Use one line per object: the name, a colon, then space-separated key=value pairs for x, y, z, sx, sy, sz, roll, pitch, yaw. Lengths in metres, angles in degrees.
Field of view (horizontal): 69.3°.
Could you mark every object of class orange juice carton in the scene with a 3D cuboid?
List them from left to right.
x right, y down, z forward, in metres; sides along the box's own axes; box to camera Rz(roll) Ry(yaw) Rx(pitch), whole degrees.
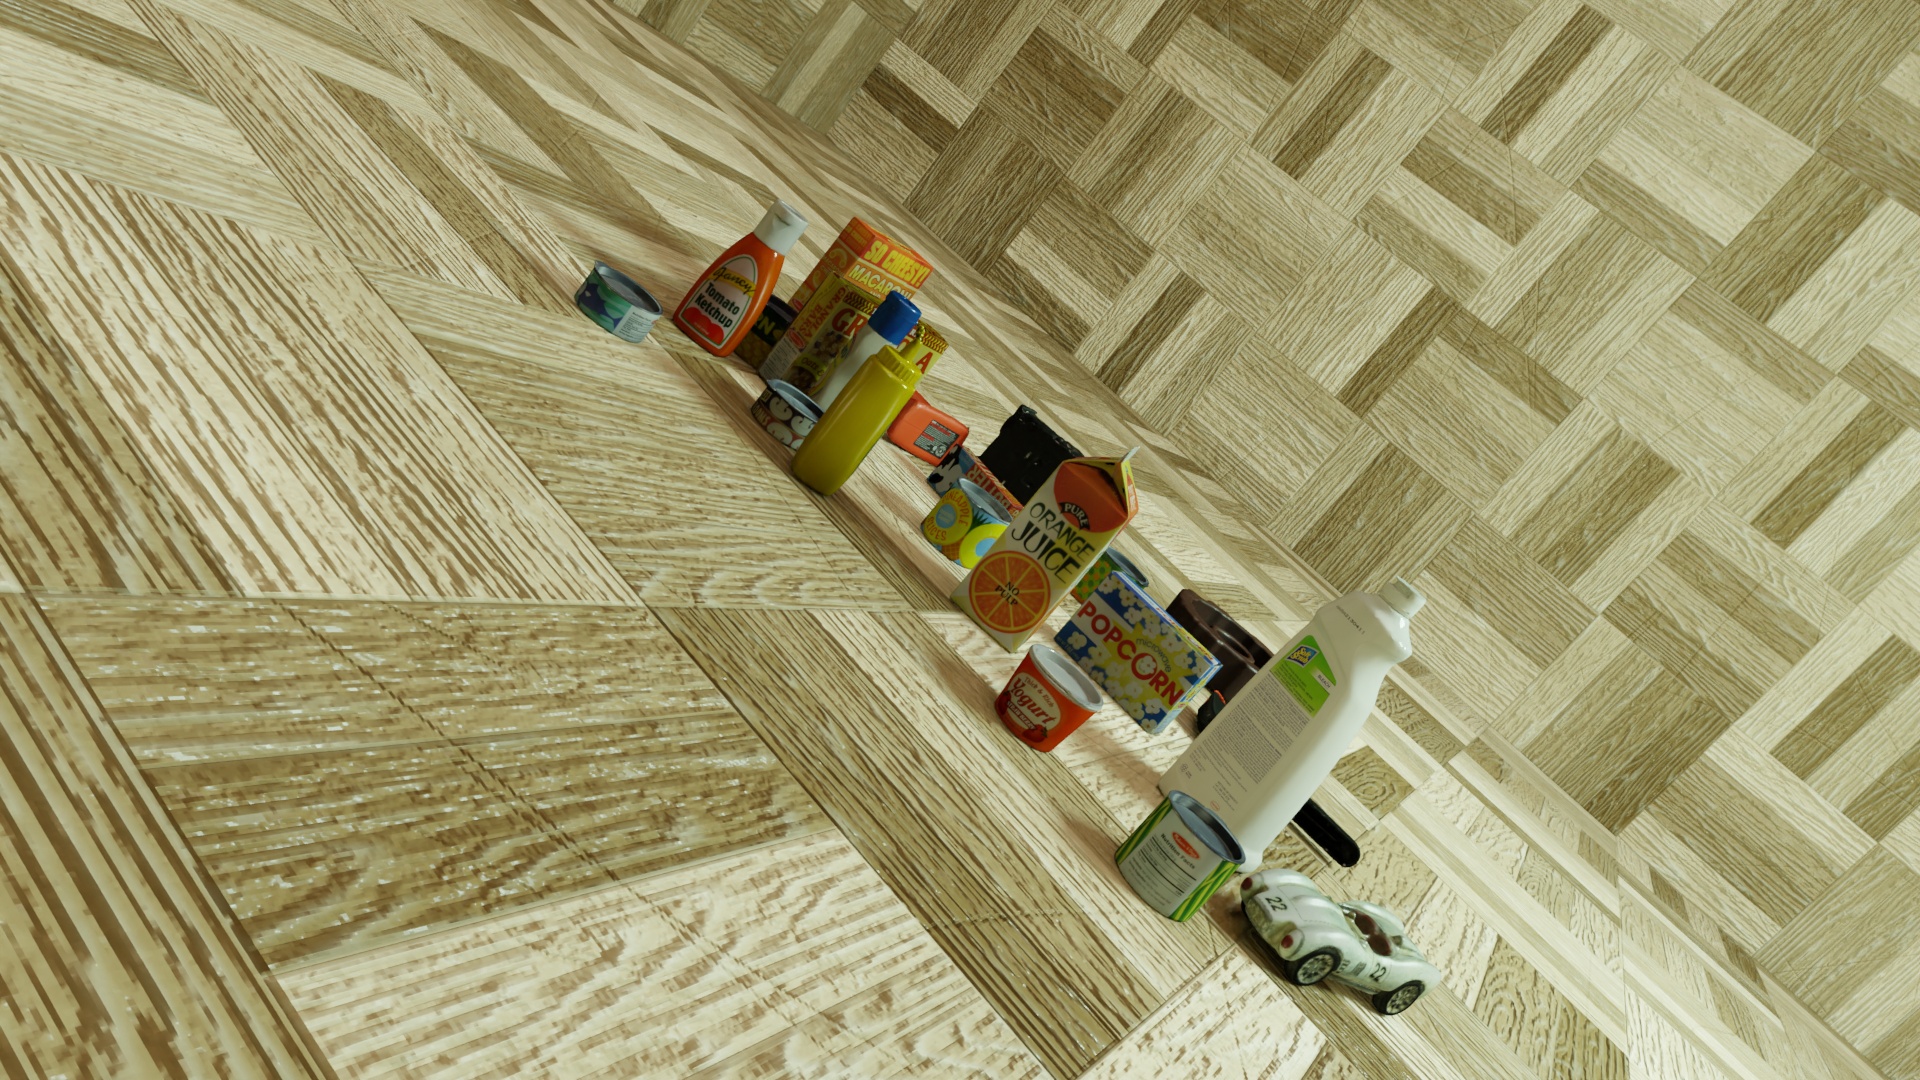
orange juice carton: x=0.083 y=-0.004 z=1.154 sx=0.073 sy=0.192 sz=0.072 roll=41 pitch=13 yaw=7

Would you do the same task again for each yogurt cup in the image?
yogurt cup: x=0.062 y=0.116 z=1.010 sx=0.072 sy=0.054 sz=0.072 roll=37 pitch=14 yaw=-11

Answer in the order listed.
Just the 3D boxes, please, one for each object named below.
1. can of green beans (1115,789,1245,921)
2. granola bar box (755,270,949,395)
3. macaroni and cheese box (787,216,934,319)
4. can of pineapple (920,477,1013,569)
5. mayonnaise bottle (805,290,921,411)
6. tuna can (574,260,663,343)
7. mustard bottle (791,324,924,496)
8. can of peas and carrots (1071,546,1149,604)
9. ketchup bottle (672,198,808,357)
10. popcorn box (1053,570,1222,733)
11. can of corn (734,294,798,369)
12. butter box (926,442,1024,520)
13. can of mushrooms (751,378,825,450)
can of green beans: x=0.146 y=0.210 z=0.925 sx=0.071 sy=0.057 sz=0.071 roll=37 pitch=14 yaw=-11
granola bar box: x=-0.104 y=-0.180 z=1.364 sx=0.039 sy=0.124 sz=0.165 roll=48 pitch=16 yaw=32
macaroni and cheese box: x=-0.118 y=-0.243 z=1.436 sx=0.040 sy=0.166 sz=0.124 roll=46 pitch=15 yaw=24
can of pineapple: x=0.005 y=-0.016 z=1.268 sx=0.071 sy=0.057 sz=0.071 roll=37 pitch=14 yaw=-11
mayonnaise bottle: x=-0.095 y=-0.164 z=1.287 sx=0.041 sy=0.147 sz=0.065 roll=35 pitch=14 yaw=-17
tuna can: x=-0.283 y=-0.196 z=1.143 sx=0.071 sy=0.032 sz=0.071 roll=37 pitch=14 yaw=-11
mustard bottle: x=-0.076 y=-0.111 z=1.142 sx=0.049 sy=0.160 sz=0.065 roll=36 pitch=14 yaw=-15
can of peas and carrots: x=0.157 y=0.047 z=1.463 sx=0.071 sy=0.058 sz=0.071 roll=37 pitch=14 yaw=-11
ketchup bottle: x=-0.196 y=-0.242 z=1.268 sx=0.065 sy=0.148 sz=0.043 roll=39 pitch=13 yaw=-1
popcorn box: x=0.158 y=0.099 z=1.245 sx=0.127 sy=0.085 sz=0.038 roll=44 pitch=14 yaw=20
can of corn: x=-0.189 y=-0.202 z=1.351 sx=0.071 sy=0.058 sz=0.071 roll=37 pitch=14 yaw=-11
butter box: x=0.014 y=-0.046 z=1.399 sx=0.104 sy=0.053 sz=0.024 roll=49 pitch=16 yaw=33
can of mushrooms: x=-0.150 y=-0.110 z=1.215 sx=0.071 sy=0.033 sz=0.071 roll=37 pitch=14 yaw=-11
